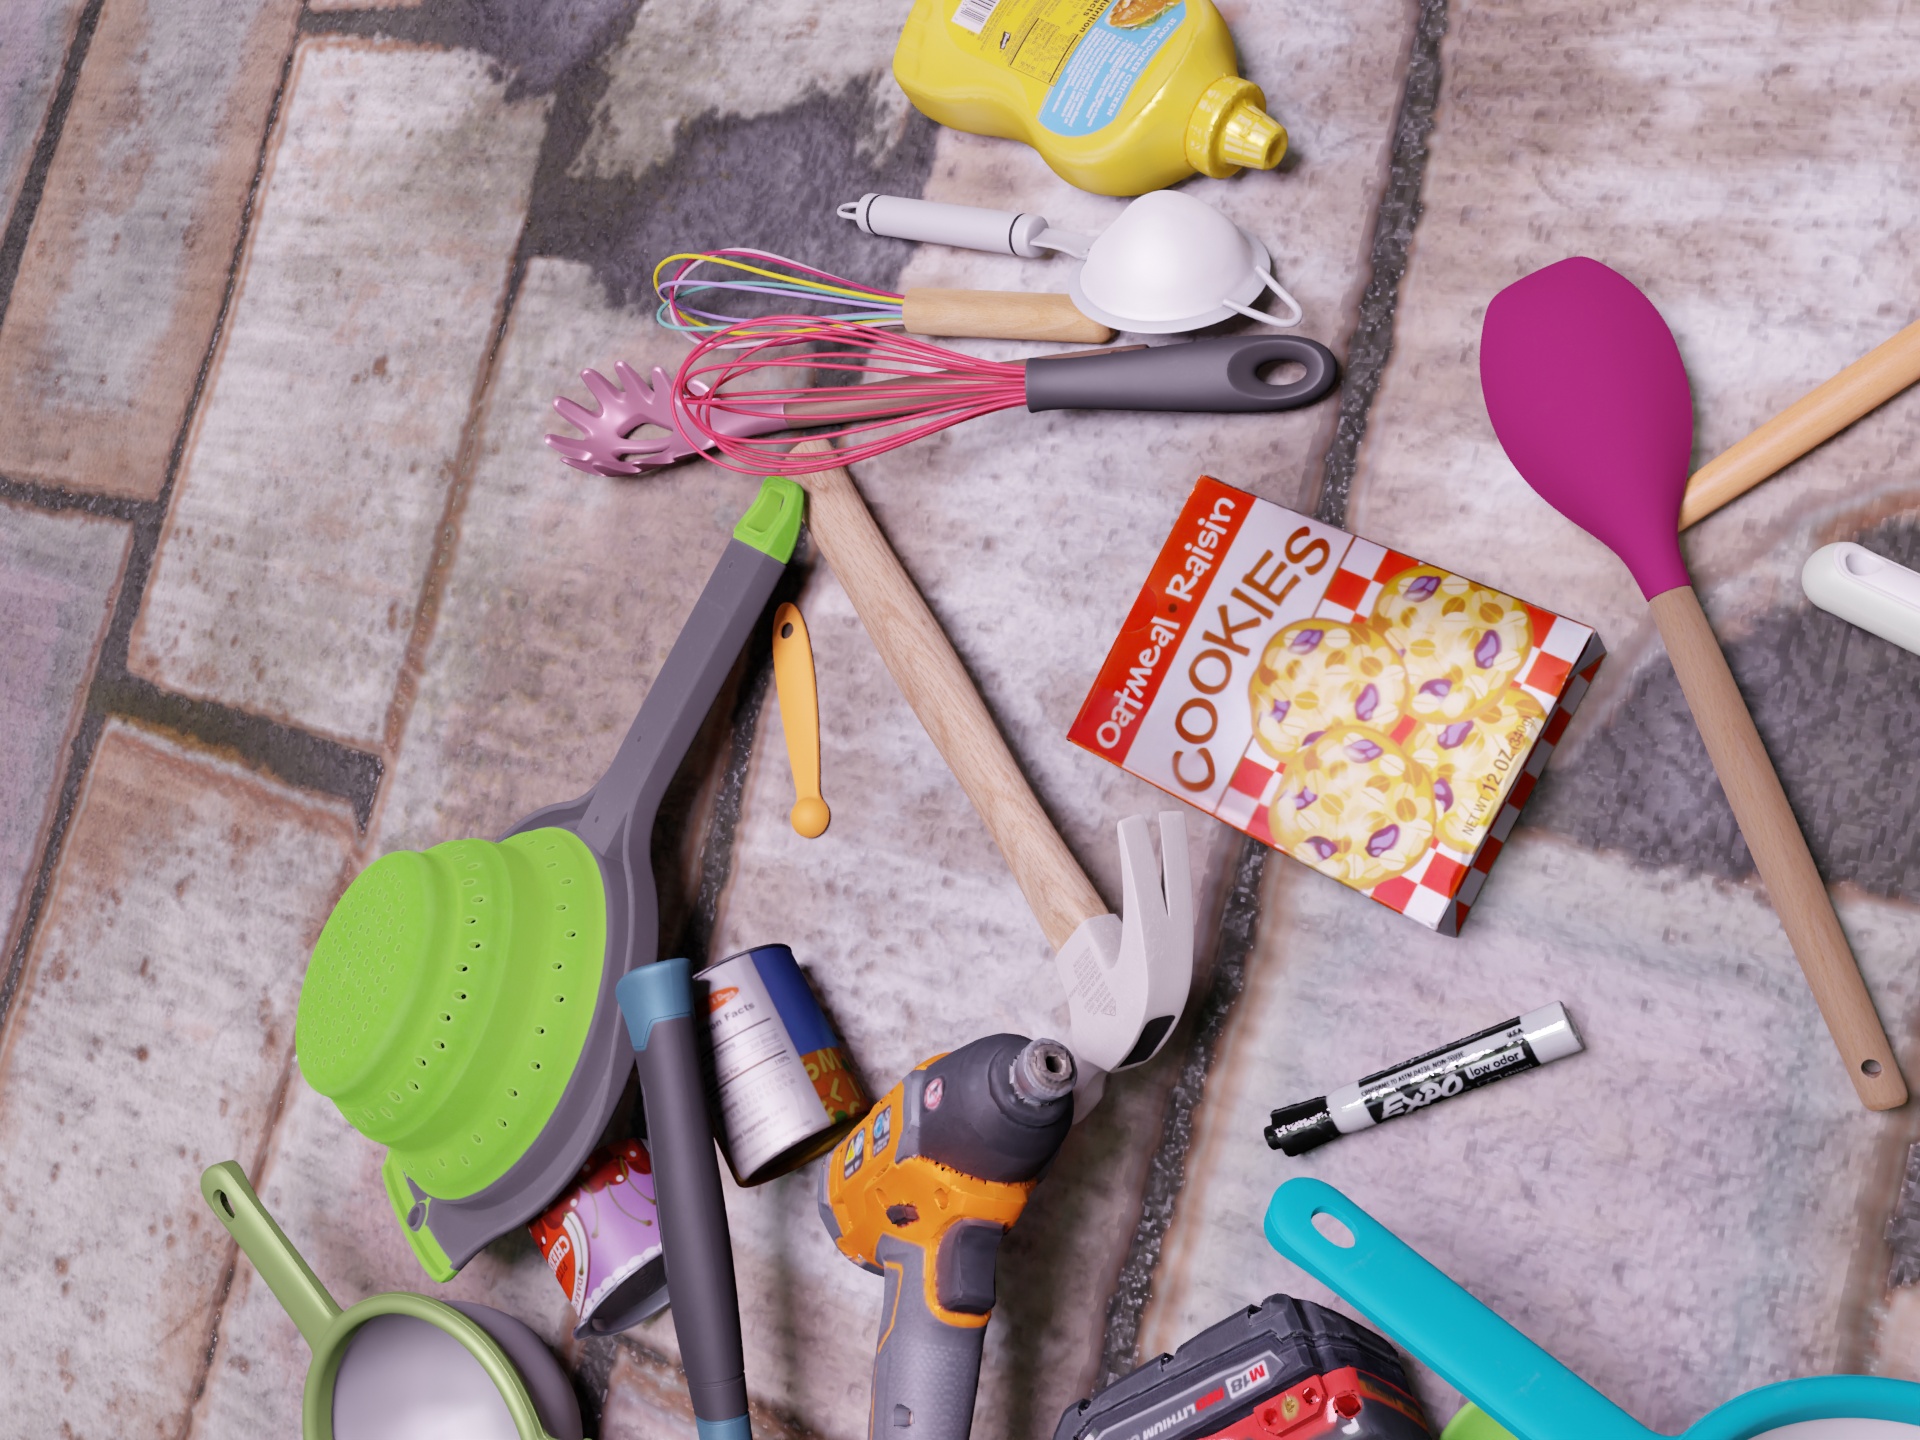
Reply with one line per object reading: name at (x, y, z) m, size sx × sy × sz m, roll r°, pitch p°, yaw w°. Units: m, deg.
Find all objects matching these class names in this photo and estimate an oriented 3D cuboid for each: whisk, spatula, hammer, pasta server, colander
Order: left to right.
colander at (-0.196, 0.051, 0.722) m, size 0.205 × 0.094 × 0.397 m, roll 29°, pitch 91°, yaw 52°
hammer at (-0.098, 0.261, 0.634) m, size 0.128 × 0.033 × 0.331 m, roll -21°, pitch 78°, yaw 57°
pasta server at (-0.062, -0.154, 0.760) m, size 0.316 × 0.040 × 0.060 m, roll -3°, pitch 68°, yaw 26°
whisk at (-0.044, -0.196, 0.752) m, size 0.245 × 0.051 × 0.047 m, roll 9°, pitch 123°, yaw 24°
hammer at (-0.001, -0.002, 0.681) m, size 0.332 × 0.031 × 0.130 m, roll 60°, pitch 138°, yaw 29°
whisk at (0.011, -0.145, 0.688) m, size 0.296 × 0.073 × 0.073 m, roll 0°, pitch 79°, yaw 13°
spatula at (0.366, -0.158, 0.533) m, size 0.322 × 0.041 × 0.081 m, roll -37°, pitch 66°, yaw 18°
whisk at (0.379, 0.006, 0.490) m, size 0.058 × 0.059 × 0.247 m, roll -35°, pitch 53°, yaw -25°

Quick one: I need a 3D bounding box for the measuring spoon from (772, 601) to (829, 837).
measuring spoon at (-0.078, -0.002, 0.751) m, size 0.021 × 0.011 × 0.117 m, roll -15°, pitch 73°, yaw 24°

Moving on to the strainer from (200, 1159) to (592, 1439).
strainer at (-0.261, 0.294, 0.744) m, size 0.256 × 0.069 × 0.151 m, roll 40°, pitch 111°, yaw 22°

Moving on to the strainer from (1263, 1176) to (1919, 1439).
strainer at (0.222, 0.268, 0.462) m, size 0.341 × 0.211 × 0.095 m, roll 35°, pitch 139°, yaw 29°

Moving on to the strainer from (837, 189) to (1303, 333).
strainer at (0.036, -0.218, 0.714) m, size 0.259 × 0.050 × 0.087 m, roll 21°, pitch 55°, yaw 36°

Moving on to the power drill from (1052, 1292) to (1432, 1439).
power drill at (0.099, 0.324, 0.499) m, size 0.188 × 0.080 × 0.227 m, roll -37°, pitch 39°, yaw 18°

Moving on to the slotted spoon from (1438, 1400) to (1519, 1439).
slotted spoon at (0.163, 0.365, 0.472) m, size 0.070 × 0.031 × 0.314 m, roll -11°, pitch 48°, yaw 35°

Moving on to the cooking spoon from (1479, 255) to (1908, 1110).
cooking spoon at (0.260, -0.021, 0.560) m, size 0.069 × 0.017 × 0.319 m, roll -24°, pitch 74°, yaw 26°

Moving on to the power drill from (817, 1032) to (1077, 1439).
power drill at (-0.002, 0.225, 0.556) m, size 0.164 × 0.084 × 0.227 m, roll 127°, pitch 152°, yaw -48°
